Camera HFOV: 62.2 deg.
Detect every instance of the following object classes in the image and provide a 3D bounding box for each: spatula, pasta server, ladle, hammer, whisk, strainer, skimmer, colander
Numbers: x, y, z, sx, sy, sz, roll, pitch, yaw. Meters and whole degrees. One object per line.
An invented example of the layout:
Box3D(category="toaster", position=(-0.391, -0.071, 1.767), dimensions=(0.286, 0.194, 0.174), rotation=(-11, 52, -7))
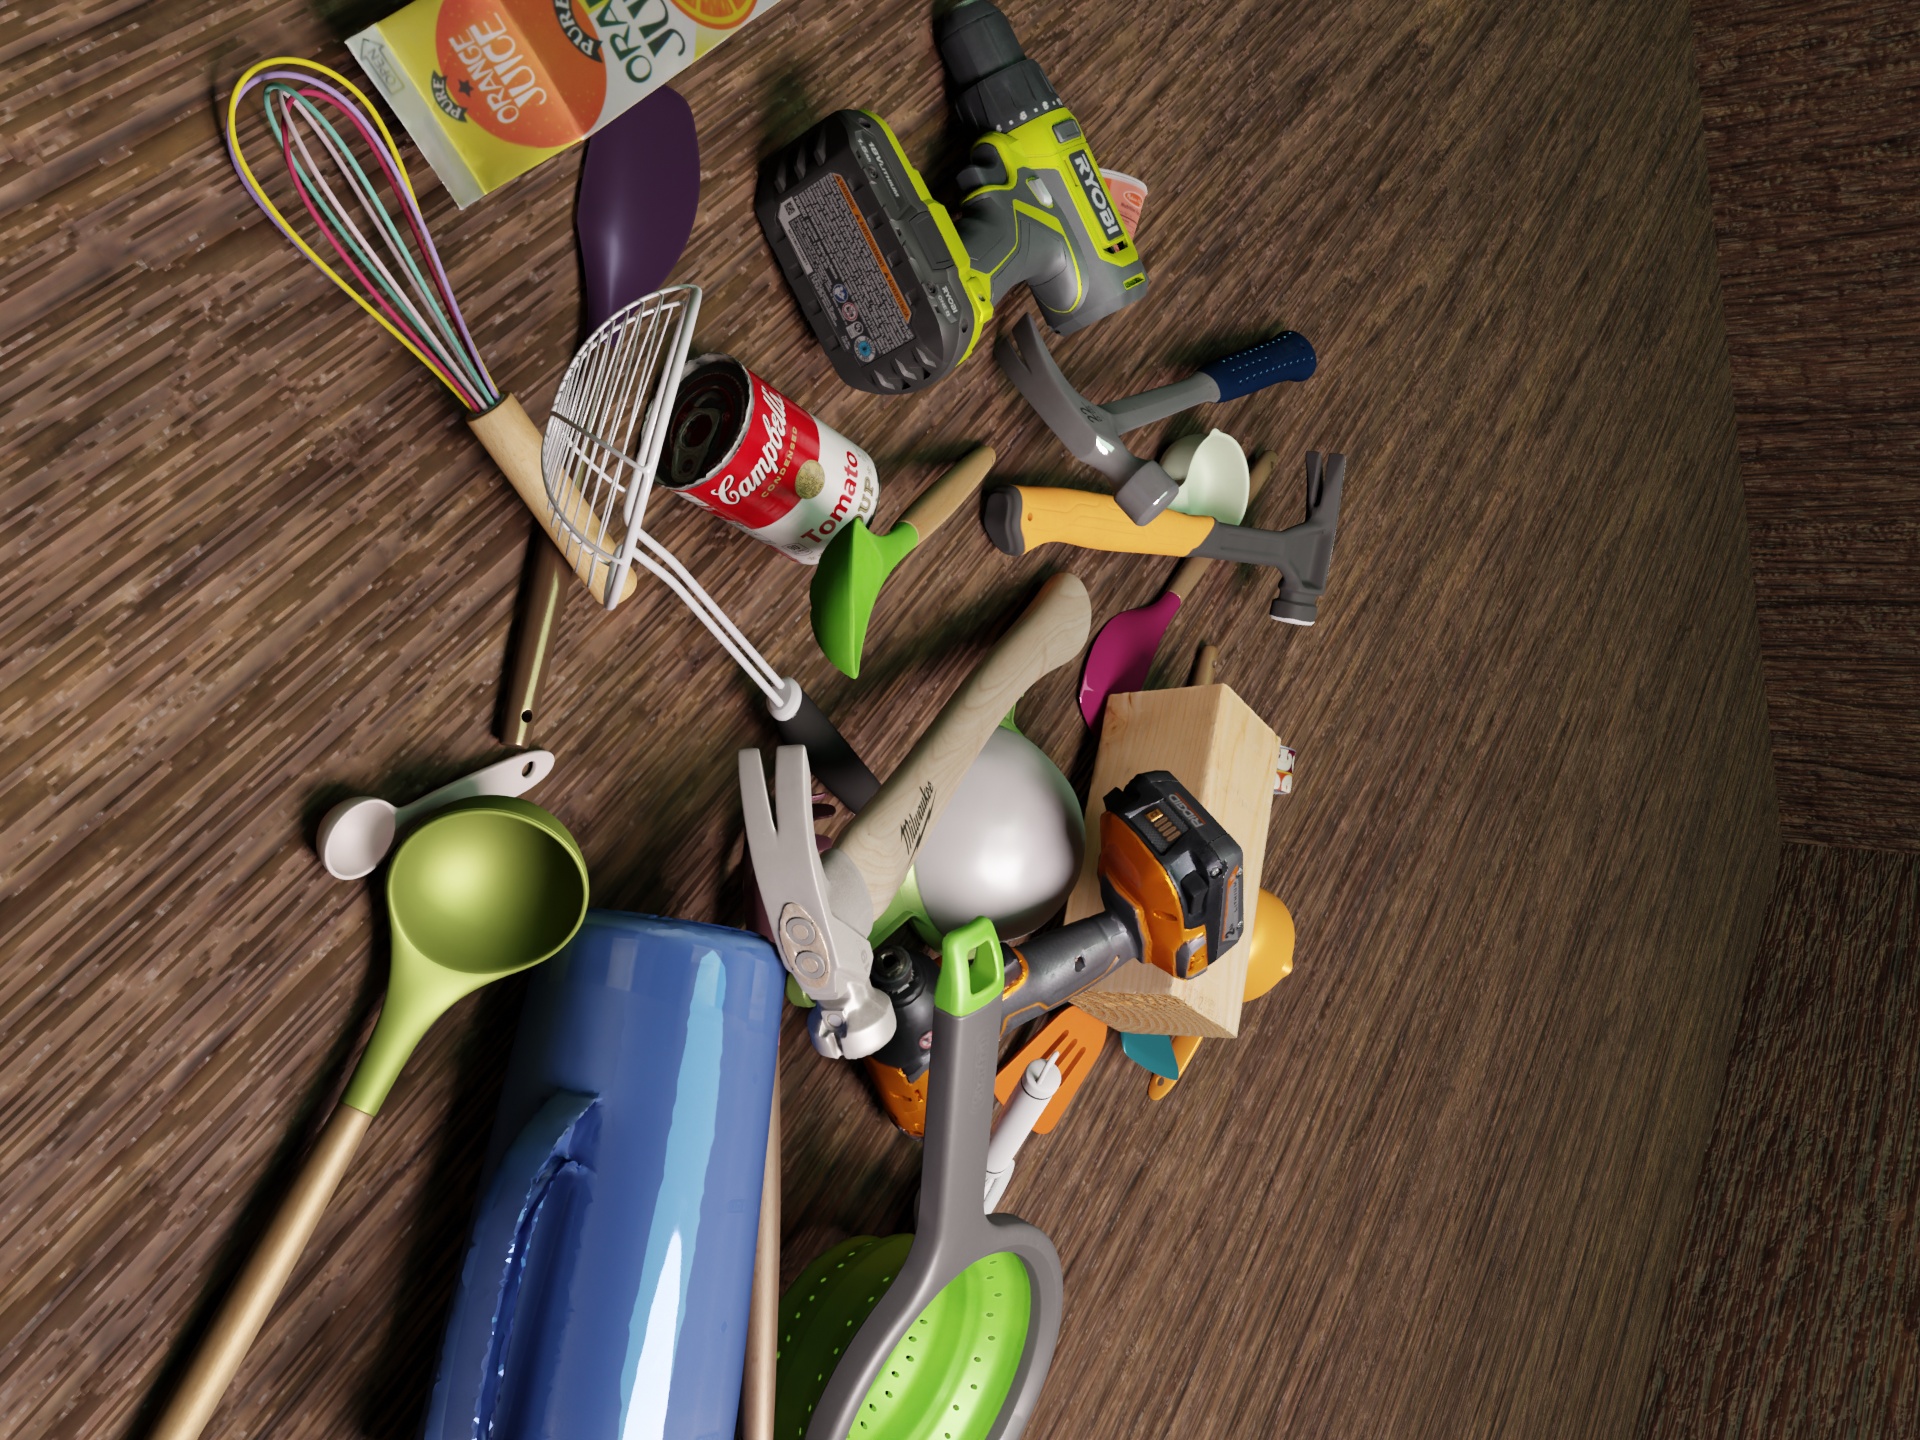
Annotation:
Box3D(category="spatula", position=(0.101, 0.121, 1.084), dimensions=(0.080, 0.041, 0.323), rotation=(50, 51, -42))
Box3D(category="pasta server", position=(-0.085, 0.180, 0.747), dimensions=(0.040, 0.060, 0.316), rotation=(8, 62, -19))
Box3D(category="ladle", position=(-0.239, 0.172, 0.598), dimensions=(0.078, 0.062, 0.320), rotation=(33, 69, -22))
Box3D(category="hammer", position=(0.145, -0.133, 1.062), dimensions=(0.336, 0.034, 0.127), rotation=(0, 103, -43))
Box3D(category="whisk", position=(-0.197, -0.145, 0.631), dimensions=(0.047, 0.051, 0.244), rotation=(-57, 131, -35))
Box3D(category="spatula", position=(0.154, 0.091, 1.132), dimensions=(0.082, 0.044, 0.318), rotation=(36, 64, -47))
Box3D(category="strainer", position=(0.014, 0.245, 0.882), dimensions=(0.087, 0.050, 0.258), rotation=(-40, 161, -39))
Box3D(category="hammer", position=(0.160, -0.232, 1.087), dimensions=(0.144, 0.035, 0.405), rotation=(48, 34, 7))
Box3D(category="skimmer", position=(-0.080, -0.042, 0.720), dimensions=(0.362, 0.090, 0.127), rotation=(56, 35, -54))
Box3D(category="strainer", position=(0.002, 0.092, 0.907), dimensions=(0.256, 0.069, 0.151), rotation=(-37, 121, -47))
Box3D(category="spatula", position=(-0.164, -0.142, 0.710), dimensions=(0.059, 0.018, 0.316), rotation=(19, 77, -41))
Box3D(category="hammer", position=(-0.001, -0.003, 0.839), dimensions=(0.411, 0.038, 0.146), rotation=(-52, 134, -58))
Box3D(category="colander", position=(-0.035, 0.265, 0.803), dimensions=(0.204, 0.095, 0.396), rotation=(-22, 124, -47))

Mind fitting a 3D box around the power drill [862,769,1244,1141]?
Box3D(category="power drill", position=(0.043, 0.124, 0.863), dimensions=(0.226, 0.084, 0.164), rotation=(-32, 145, -13))

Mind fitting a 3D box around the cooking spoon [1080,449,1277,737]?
Box3D(category="cooking spoon", position=(0.164, -0.104, 1.151), dimensions=(0.319, 0.017, 0.068), rotation=(-53, 132, -35))

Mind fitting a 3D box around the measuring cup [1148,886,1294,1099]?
Box3D(category="measuring cup", position=(0.169, 0.191, 1.146), dimensions=(0.052, 0.095, 0.173), rotation=(34, 84, -43))

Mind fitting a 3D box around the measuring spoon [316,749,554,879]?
Box3D(category="measuring spoon", position=(-0.217, 0.032, 0.660), dimensions=(0.124, 0.018, 0.034), rotation=(-28, 136, -56))

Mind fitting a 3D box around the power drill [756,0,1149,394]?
Box3D(category="power drill", position=(-0.001, -0.285, 0.859), dimensions=(0.228, 0.080, 0.190), rotation=(-39, 106, -46))

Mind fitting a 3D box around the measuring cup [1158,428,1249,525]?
Box3D(category="measuring cup", position=(0.138, -0.153, 1.104), dimensions=(0.167, 0.038, 0.083), rotation=(-22, 112, -40))

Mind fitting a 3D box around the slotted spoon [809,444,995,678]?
Box3D(category="slotted spoon", position=(-0.022, -0.099, 0.815), dimensions=(0.314, 0.031, 0.070), rotation=(-58, 151, -63))
